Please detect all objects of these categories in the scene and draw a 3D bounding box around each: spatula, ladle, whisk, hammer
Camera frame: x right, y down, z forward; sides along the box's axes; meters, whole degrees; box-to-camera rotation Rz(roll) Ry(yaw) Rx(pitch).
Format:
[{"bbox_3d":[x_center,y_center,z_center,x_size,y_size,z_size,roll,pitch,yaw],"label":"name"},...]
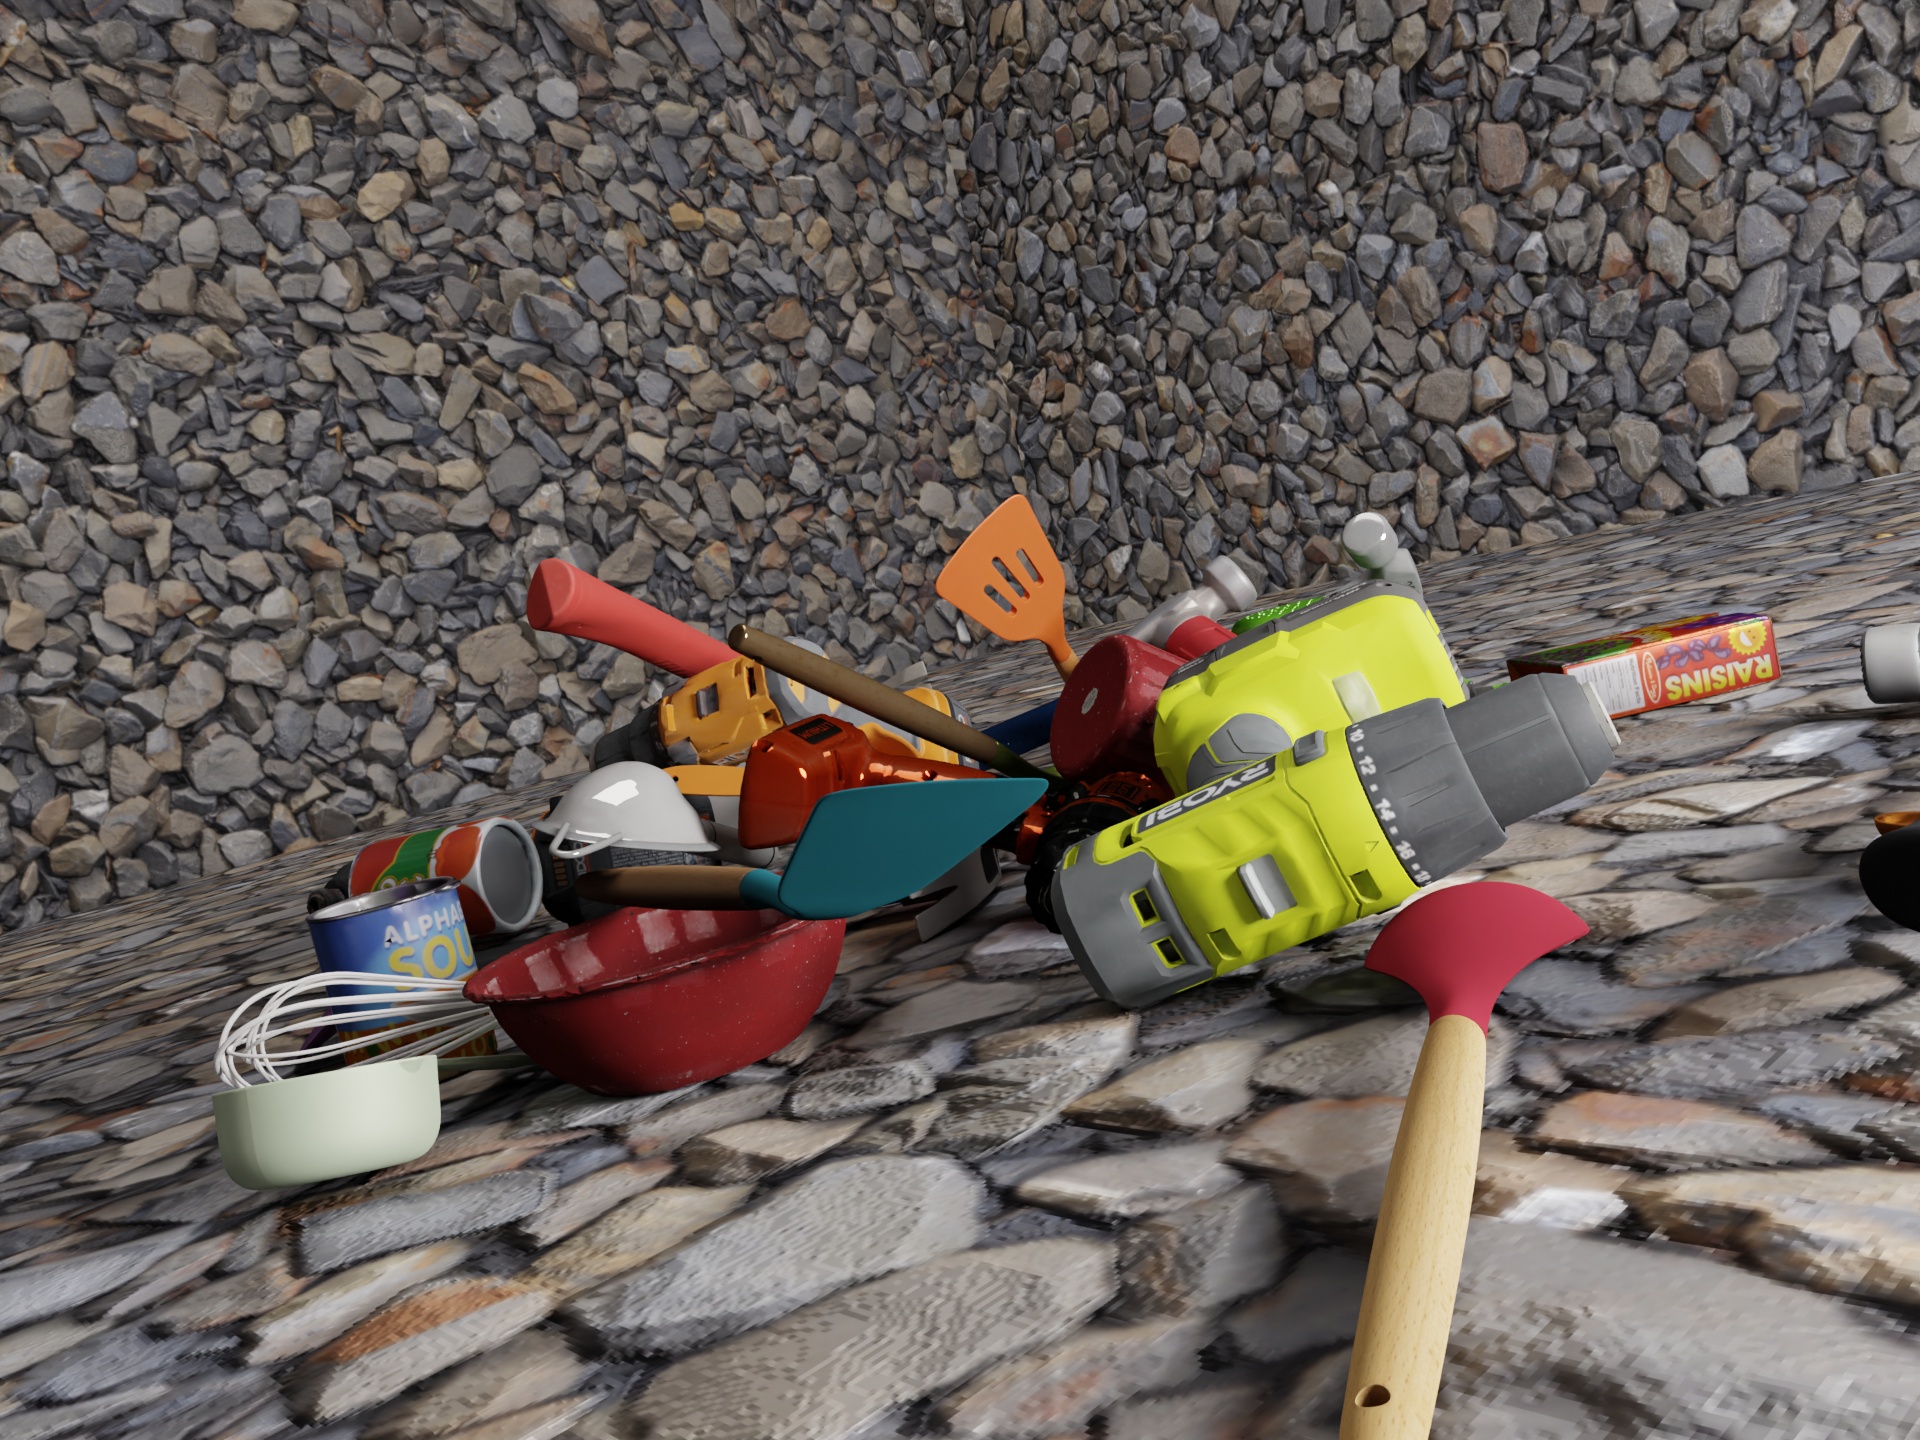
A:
[{"bbox_3d":[-0.344,0.154,0.931,0.060,0.018,0.316,-50,8,-7],"label":"spatula"},{"bbox_3d":[-0.088,0.054,0.611,0.082,0.044,0.317,-2,-4,-34],"label":"spatula"},{"bbox_3d":[-0.001,-0.003,0.849,0.078,0.062,0.319,-13,-26,38],"label":"ladle"},{"bbox_3d":[-0.194,0.123,0.697,0.246,0.058,0.059,-7,-42,-32],"label":"whisk"},{"bbox_3d":[0.120,0.091,0.394,0.069,0.031,0.315,-14,6,23],"label":"ladle"},{"bbox_3d":[-0.145,0.111,0.834,0.335,0.035,0.146,-13,4,6],"label":"hammer"},{"bbox_3d":[0.164,-0.003,0.878,0.143,0.038,0.386,-41,19,1],"label":"hammer"},{"bbox_3d":[-0.152,-0.038,1.044,0.149,0.037,0.358,-25,-21,16],"label":"hammer"},{"bbox_3d":[0.069,-0.042,1.096,0.081,0.041,0.322,-49,-28,-5],"label":"spatula"},{"bbox_3d":[0.153,-0.031,1.200,0.405,0.035,0.143,-23,-36,23],"label":"hammer"},{"bbox_3d":[0.368,0.004,0.545,0.149,0.036,0.409,-5,7,37],"label":"hammer"}]

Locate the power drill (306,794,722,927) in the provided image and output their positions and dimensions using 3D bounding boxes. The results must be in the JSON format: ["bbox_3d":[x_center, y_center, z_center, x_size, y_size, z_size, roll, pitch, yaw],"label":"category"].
[{"bbox_3d":[-0.282,0.097,0.994,0.226,0.084,0.164,-11,-3,29],"label":"power drill"}]

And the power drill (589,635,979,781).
[{"bbox_3d":[-0.116,0.020,1.063,0.185,0.084,0.226,-22,-23,29],"label":"power drill"}]

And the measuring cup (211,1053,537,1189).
[{"bbox_3d":[-0.210,0.151,0.613,0.083,0.038,0.167,-14,-12,19],"label":"measuring cup"}]

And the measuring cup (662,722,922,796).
[{"bbox_3d":[-0.099,0.052,0.956,0.173,0.095,0.052,3,-35,14],"label":"measuring cup"}]

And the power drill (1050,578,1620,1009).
[{"bbox_3d":[0.143,0.015,0.614,0.190,0.080,0.228,-26,9,19],"label":"power drill"}]

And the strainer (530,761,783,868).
[{"bbox_3d":[-0.137,0.055,0.794,0.087,0.050,0.258,8,-8,14],"label":"strainer"}]

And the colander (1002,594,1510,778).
[{"bbox_3d":[0.166,-0.017,1.081,0.397,0.094,0.204,-12,5,17],"label":"colander"}]

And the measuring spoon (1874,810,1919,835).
[{"bbox_3d":[0.314,0.045,0.484,0.021,0.011,0.117,-8,9,5],"label":"measuring spoon"}]

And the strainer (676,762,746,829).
[{"bbox_3d":[-0.231,0.076,1.270,0.256,0.069,0.151,-15,5,-32],"label":"strainer"}]
